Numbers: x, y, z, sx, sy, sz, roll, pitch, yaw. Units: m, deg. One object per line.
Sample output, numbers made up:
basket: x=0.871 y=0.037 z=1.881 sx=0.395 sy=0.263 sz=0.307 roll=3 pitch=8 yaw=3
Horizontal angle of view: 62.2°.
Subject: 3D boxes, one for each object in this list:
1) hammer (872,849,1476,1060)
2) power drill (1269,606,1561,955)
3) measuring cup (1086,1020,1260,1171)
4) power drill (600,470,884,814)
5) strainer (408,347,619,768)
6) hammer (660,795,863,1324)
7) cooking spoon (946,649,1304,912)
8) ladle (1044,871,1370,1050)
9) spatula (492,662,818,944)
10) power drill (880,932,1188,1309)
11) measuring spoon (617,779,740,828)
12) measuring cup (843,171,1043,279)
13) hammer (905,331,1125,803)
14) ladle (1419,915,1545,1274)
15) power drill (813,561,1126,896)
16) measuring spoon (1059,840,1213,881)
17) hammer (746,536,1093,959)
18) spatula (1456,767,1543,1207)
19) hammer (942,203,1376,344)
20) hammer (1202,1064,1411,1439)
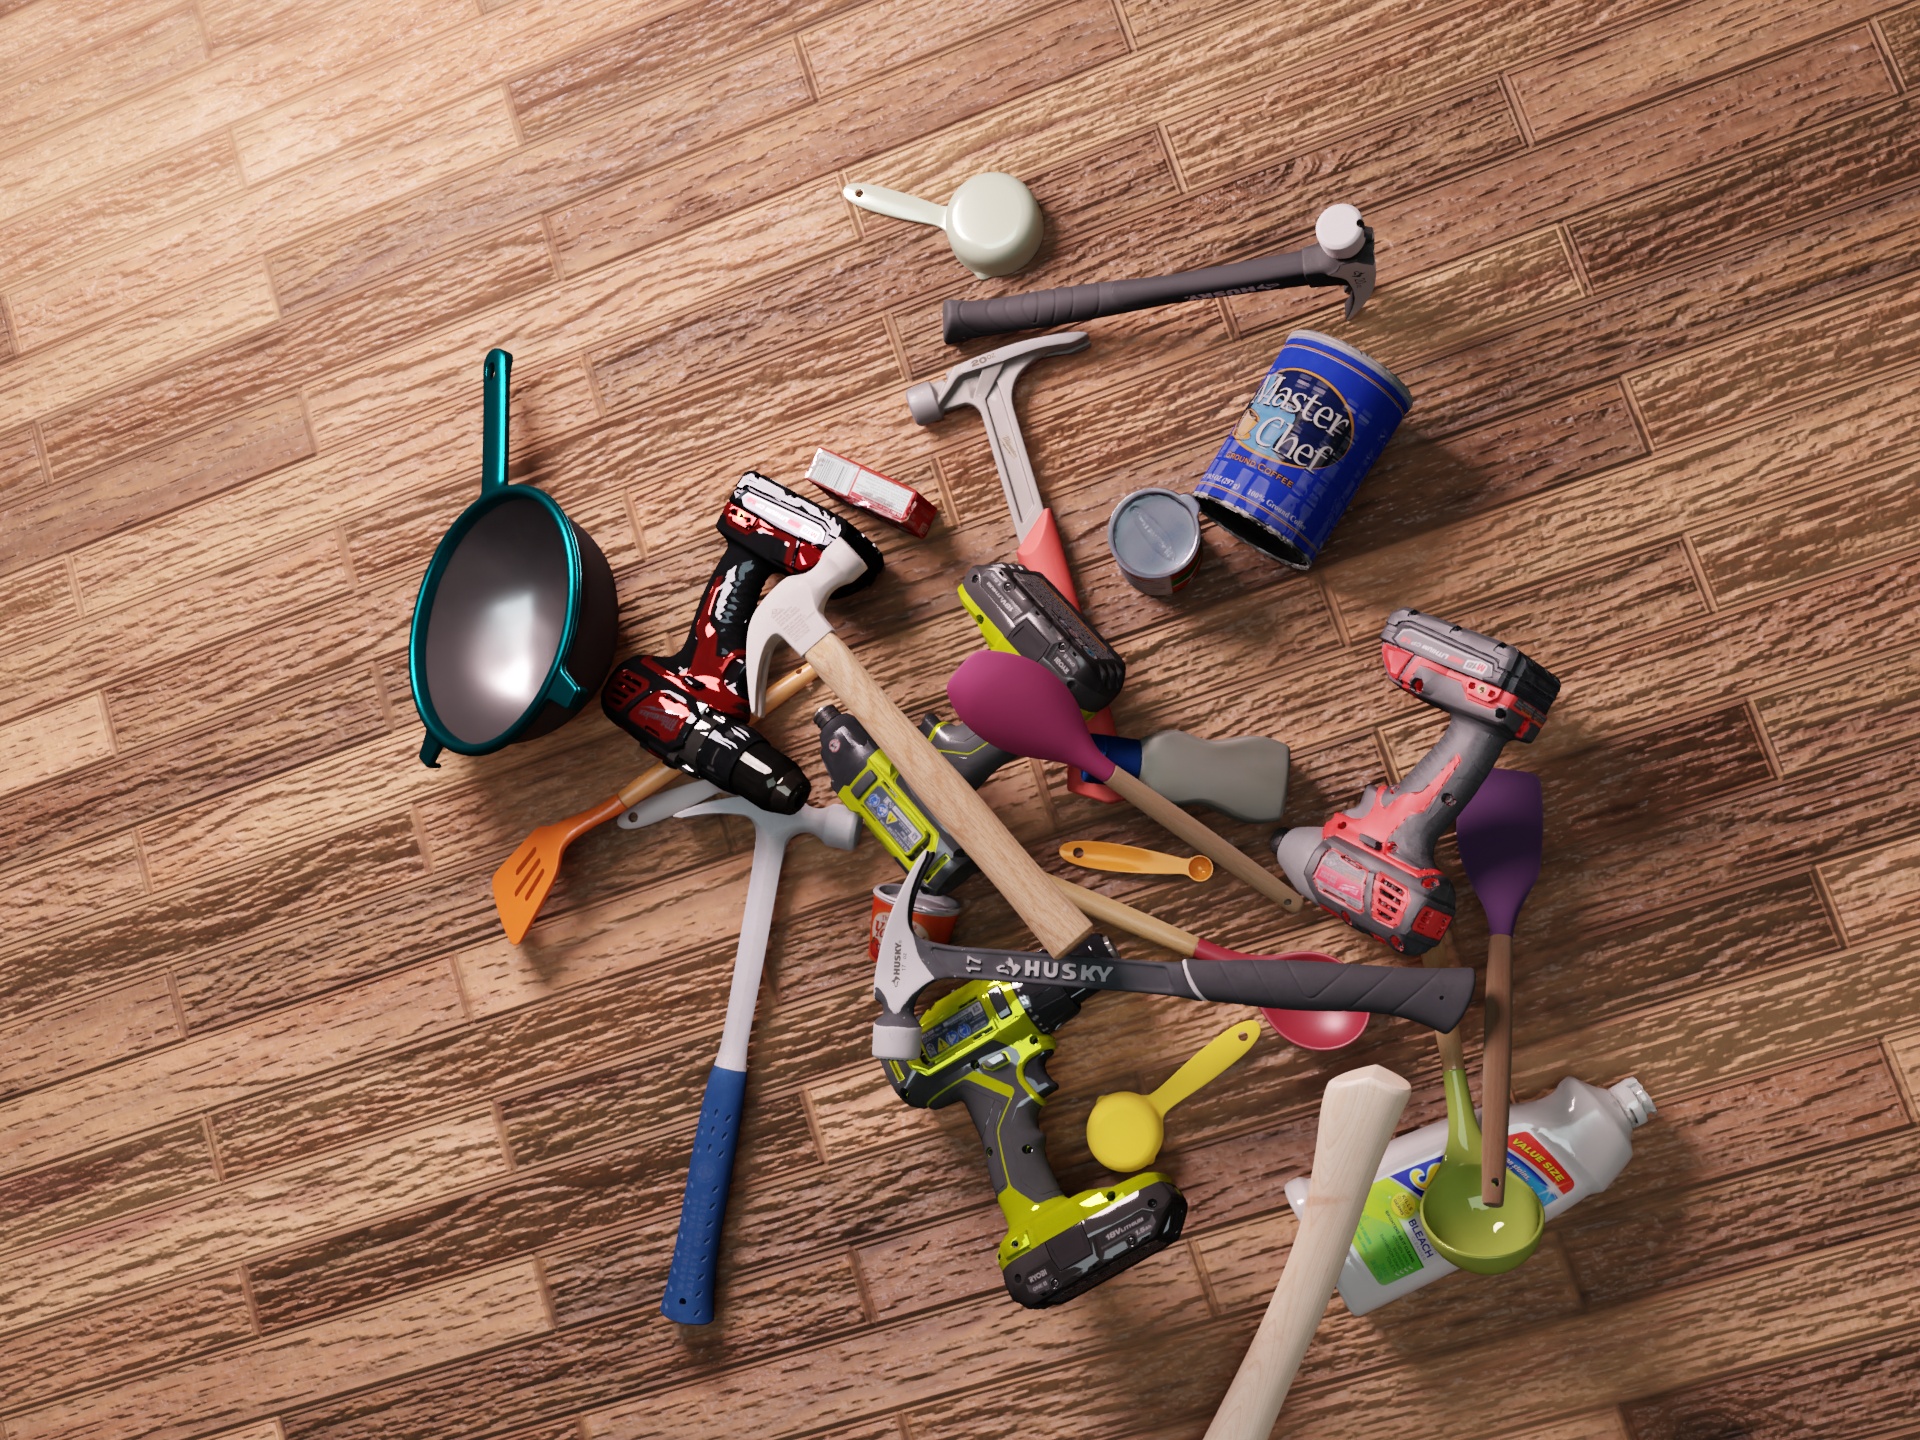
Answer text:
hammer: x=0.141 y=0.172 z=1.096 sx=0.409 sy=0.036 sz=0.149 roll=2 pitch=84 yaw=11
power drill: x=0.312 y=0.041 z=1.120 sx=0.143 sy=0.078 sz=0.219 roll=29 pitch=95 yaw=46
measuring cup: x=0.158 y=0.272 z=1.166 sx=0.156 sy=0.029 sz=0.062 roll=-41 pitch=80 yaw=7
power drill: x=-0.149 y=-0.053 z=1.203 sx=0.188 sy=0.080 sz=0.227 roll=30 pitch=87 yaw=24
strainer: x=-0.337 y=-0.131 z=1.259 sx=0.211 sy=0.095 sz=0.341 roll=-19 pitch=67 yaw=35
hammer: x=-0.181 y=0.255 z=1.225 sx=0.144 sy=0.035 sz=0.405 roll=10 pitch=88 yaw=8
cooking spoon: x=0.125 y=0.051 z=1.123 sx=0.318 sy=0.017 sz=0.068 roll=34 pitch=110 yaw=-17
ladle: x=0.150 y=0.160 z=1.180 sx=0.315 sy=0.031 sz=0.069 roll=22 pitch=85 yaw=13
spatula: x=-0.242 y=0.054 z=1.254 sx=0.322 sy=0.041 sz=0.081 roll=-35 pitch=47 yaw=-1
power drill: x=0.066 y=0.280 z=1.139 sx=0.190 sy=0.080 sz=0.229 roll=-32 pitch=63 yaw=7
measuring spoon: x=-0.219 y=0.060 z=1.259 sx=0.124 sy=0.018 sz=0.034 roll=-22 pitch=82 yaw=9
measuring cup: x=-0.017 y=-0.403 z=1.250 sx=0.167 sy=0.038 sz=0.083 roll=17 pitch=89 yaw=9
hammer: x=0.075 y=-0.112 z=1.211 sx=0.149 sy=0.036 sz=0.359 roll=-17 pitch=82 yaw=9
ladle: x=0.335 y=0.211 z=1.089 sx=0.078 sy=0.062 sz=0.320 roll=-7 pitch=67 yaw=9
power drill: x=-0.002 y=-0.004 z=1.176 sx=0.171 sy=0.080 sz=0.223 roll=49 pitch=111 yaw=17
measuring spoon: x=0.132 y=0.105 z=1.197 sx=0.117 sy=0.011 sz=0.021 roll=6 pitch=88 yaw=14
hammer: x=-0.029 y=0.032 z=1.112 sx=0.130 sy=0.031 sz=0.331 roll=-41 pitch=78 yaw=2
spatula: x=0.365 y=0.172 z=1.083 sx=0.060 sy=0.018 sz=0.316 roll=6 pitch=61 yaw=11
hammer: x=0.141 y=-0.318 z=1.187 sx=0.335 sy=0.146 sz=0.035 roll=-3 pitch=84 yaw=21
hammer: x=0.227 y=0.427 z=1.083 sx=0.146 sy=0.038 sz=0.410 roll=22 pitch=104 yaw=17
